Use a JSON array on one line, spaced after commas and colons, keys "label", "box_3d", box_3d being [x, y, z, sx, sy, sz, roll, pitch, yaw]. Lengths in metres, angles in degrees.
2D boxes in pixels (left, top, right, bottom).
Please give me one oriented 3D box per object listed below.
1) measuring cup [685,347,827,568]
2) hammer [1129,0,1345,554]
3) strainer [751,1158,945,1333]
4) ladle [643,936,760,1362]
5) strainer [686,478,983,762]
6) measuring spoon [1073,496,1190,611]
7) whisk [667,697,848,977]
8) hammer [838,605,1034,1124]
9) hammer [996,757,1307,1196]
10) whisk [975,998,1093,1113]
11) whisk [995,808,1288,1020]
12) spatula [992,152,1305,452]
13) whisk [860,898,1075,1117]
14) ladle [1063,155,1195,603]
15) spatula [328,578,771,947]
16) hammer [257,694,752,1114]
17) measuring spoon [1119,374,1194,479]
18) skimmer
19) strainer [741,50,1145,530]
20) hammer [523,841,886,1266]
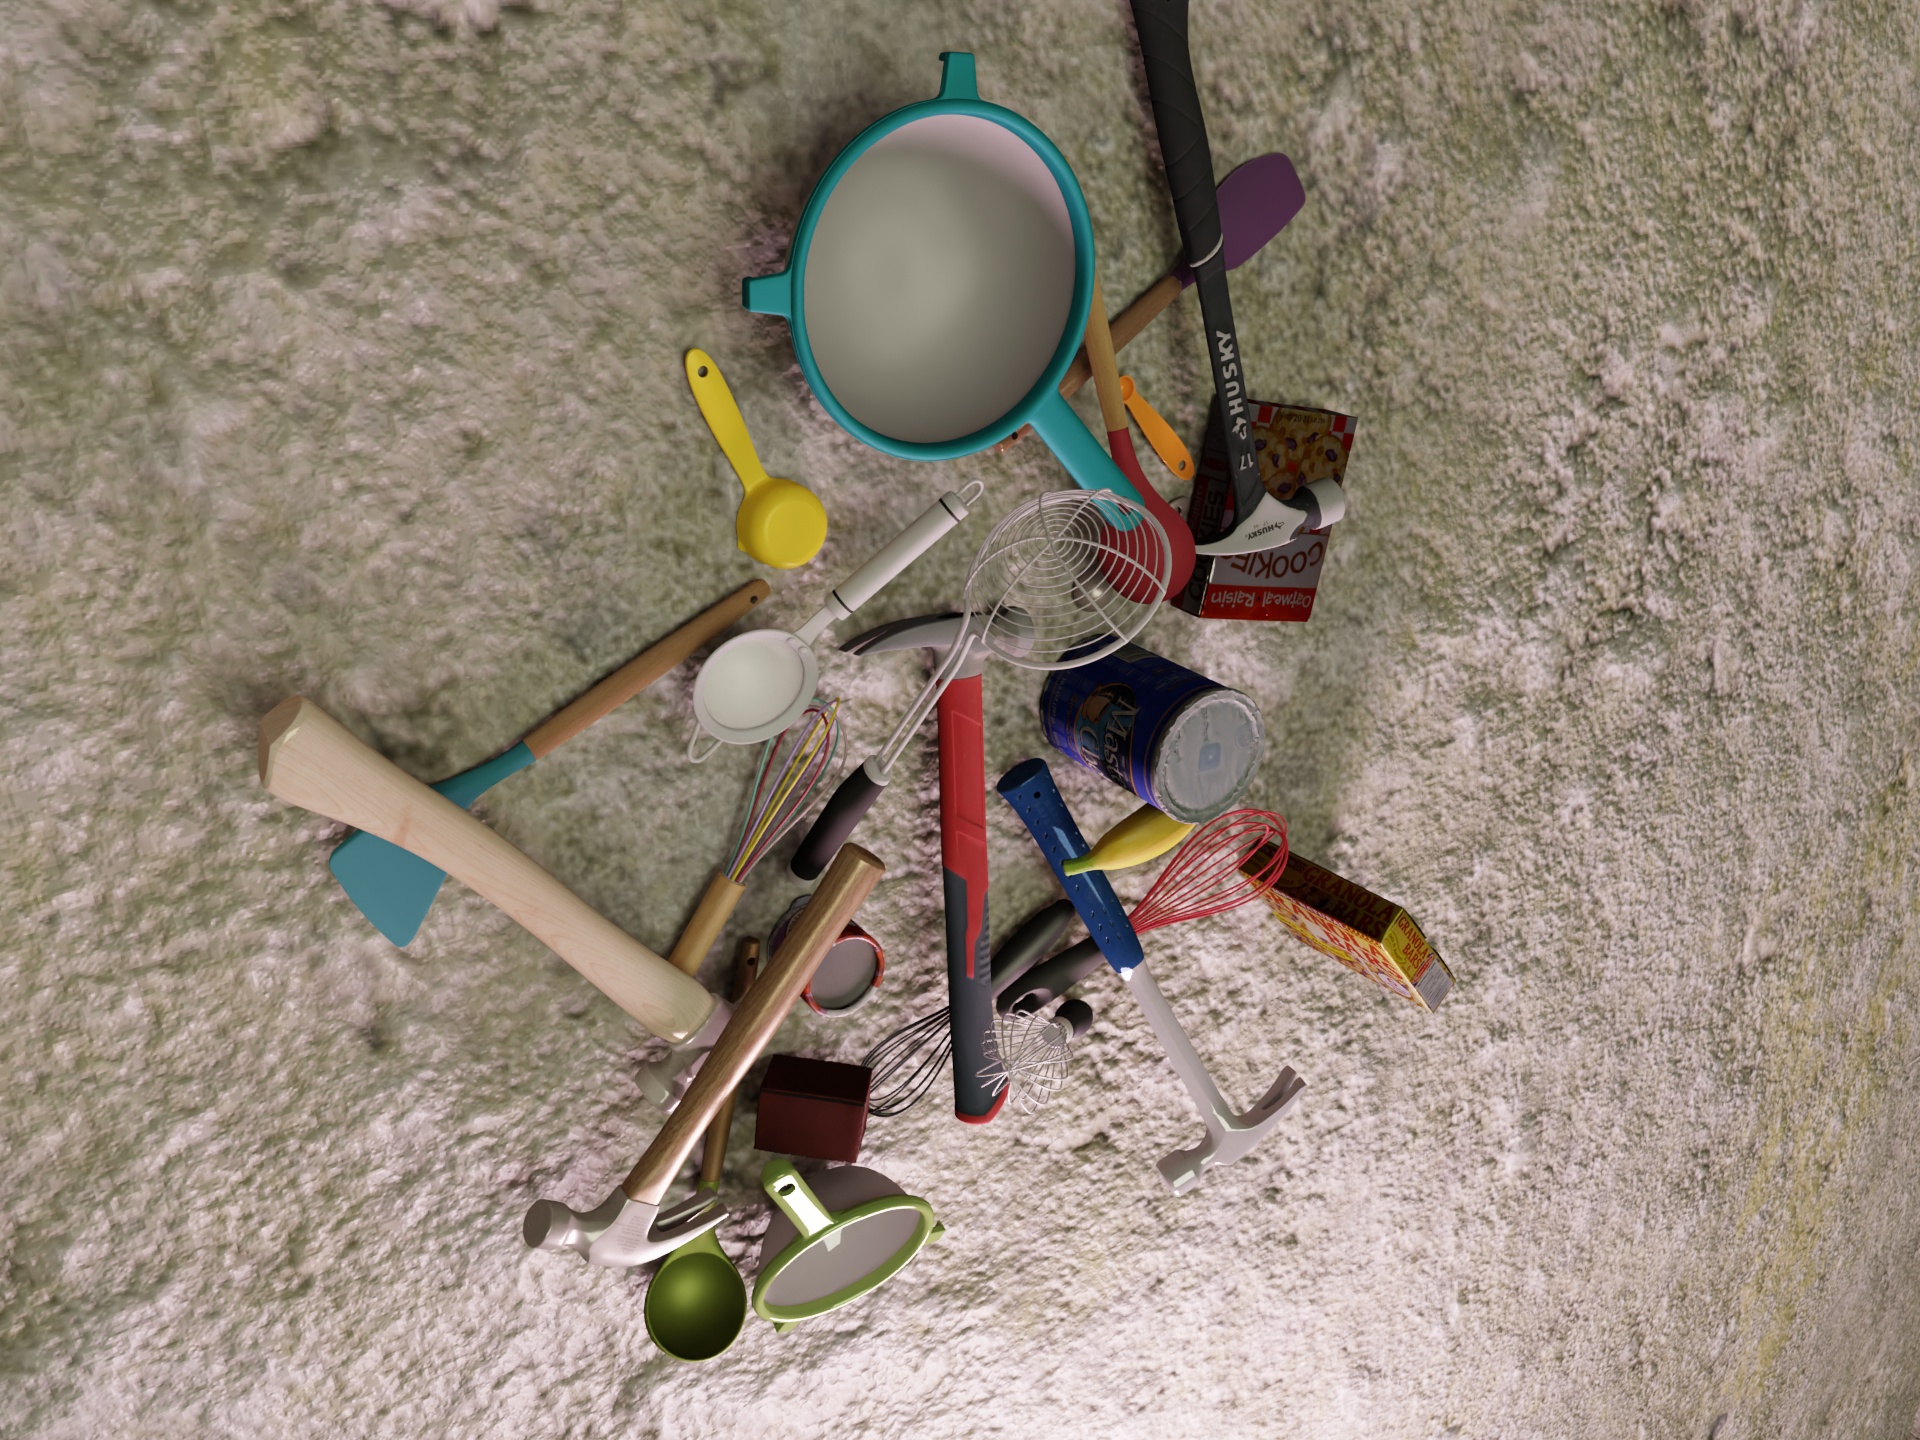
[{"label": "measuring cup", "box_3d": [-0.129, -0.161, 0.993, 0.062, 0.029, 0.156, -37, 127, -17]}, {"label": "hammer", "box_3d": [0.170, -0.307, 1.110, 0.149, 0.036, 0.408, -22, 113, -15]}, {"label": "strainer", "box_3d": [-0.110, 0.357, 1.169, 0.151, 0.069, 0.256, -29, 143, -8]}, {"label": "ladle", "box_3d": [-0.172, 0.311, 1.146, 0.078, 0.062, 0.320, 5, 104, -27]}, {"label": "strainer", "box_3d": [-0.084, -0.069, 1.022, 0.258, 0.050, 0.086, -40, 135, 8]}, {"label": "measuring spoon", "box_3d": [0.134, -0.127, 1.199, 0.124, 0.018, 0.034, -44, 127, -13]}, {"label": "whisk", "box_3d": [-0.145, 0.089, 1.080, 0.051, 0.047, 0.245, 26, 96, -40]}, {"label": "hammer", "box_3d": [-0.010, 0.115, 1.153, 0.143, 0.038, 0.386, -10, 106, -30]}, {"label": "hammer", "box_3d": [0.145, 0.199, 1.272, 0.144, 0.035, 0.405, -32, 112, -6]}, {"label": "whisk", "box_3d": [0.067, 0.241, 1.199, 0.070, 0.070, 0.284, -64, 166, 4]}, {"label": "whisk", "box_3d": [0.154, 0.162, 1.312, 0.296, 0.073, 0.073, -31, 124, -14]}, {"label": "spatula", "box_3d": [0.134, -0.296, 1.129, 0.316, 0.018, 0.059, -45, 121, -13]}, {"label": "whisk", "box_3d": [0.005, 0.220, 1.237, 0.239, 0.055, 0.055, -42, 127, -19]}, {"label": "ladle", "box_3d": [0.104, -0.227, 1.098, 0.069, 0.031, 0.315, -13, 107, 7]}, {"label": "spatula", "box_3d": [-0.239, 0.009, 0.980, 0.317, 0.044, 0.082, -38, 131, -18]}, {"label": "hammer", "box_3d": [-0.248, 0.105, 0.966, 0.146, 0.038, 0.410, -45, 134, -4]}, {"label": "measuring spoon", "box_3d": [0.142, -0.215, 1.176, 0.021, 0.011, 0.116, -54, 132, -6]}, {"label": "skimmer", "box_3d": [-0.002, -0.003, 1.034, 0.090, 0.127, 0.363, 6, 136, -35]}, {"label": "strainer", "box_3d": [0.008, -0.240, 1.018, 0.211, 0.095, 0.340, -50, 131, -4]}, {"label": "hammer", "box_3d": [-0.151, 0.226, 1.064, 0.129, 0.031, 0.331, 30, 95, -43]}]
